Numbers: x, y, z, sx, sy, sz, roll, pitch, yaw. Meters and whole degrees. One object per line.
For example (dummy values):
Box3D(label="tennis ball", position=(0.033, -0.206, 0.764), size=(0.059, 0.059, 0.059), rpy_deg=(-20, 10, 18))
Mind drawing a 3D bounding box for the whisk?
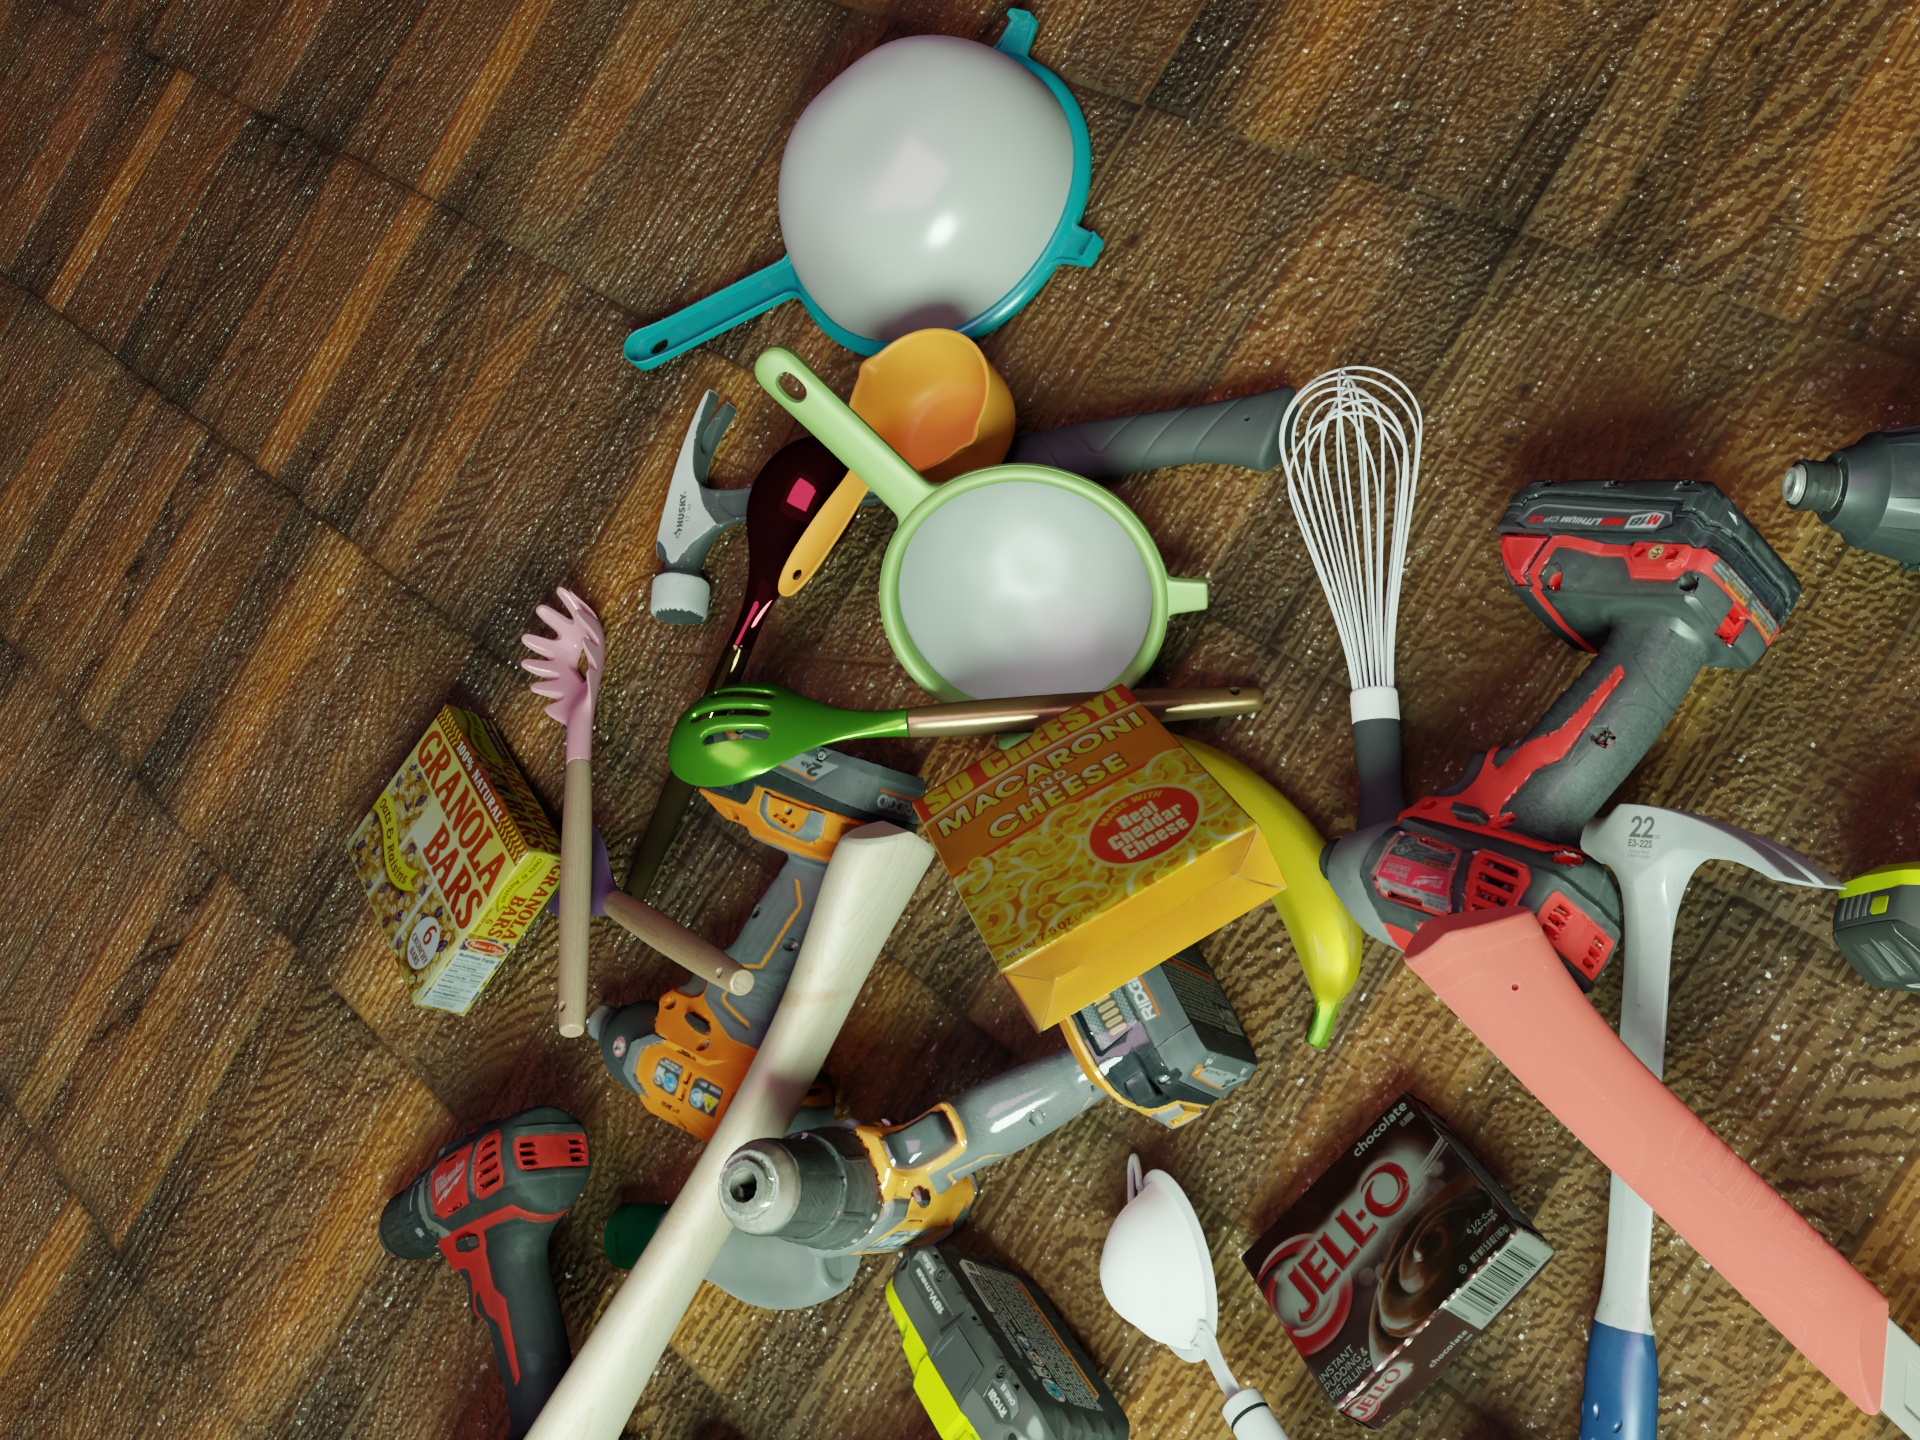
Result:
Box3D(label="whisk", position=(0.200, -0.038, 0.774), size=(0.070, 0.070, 0.285), rpy_deg=(-8, 78, 26))

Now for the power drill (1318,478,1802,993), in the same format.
Box3D(label="power drill", position=(0.246, 0.007, 0.683), size=(0.220, 0.078, 0.143), rpy_deg=(-58, 27, -9))

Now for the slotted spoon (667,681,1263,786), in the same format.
Box3D(label="slotted spoon", position=(-0.001, -0.003, 0.827), size=(0.314, 0.031, 0.070), rpy_deg=(-3, 48, 4))

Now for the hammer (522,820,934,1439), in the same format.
Box3D(label="hammer", position=(-0.117, 0.241, 0.792), size=(0.038, 0.146, 0.411), rpy_deg=(16, 74, 55))

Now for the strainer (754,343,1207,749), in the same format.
Box3D(label="strainer", position=(-0.002, -0.109, 0.836), size=(0.256, 0.069, 0.151), rpy_deg=(42, 117, -12))

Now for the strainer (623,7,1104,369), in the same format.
Box3D(label="strainer", position=(-0.090, -0.312, 0.983), size=(0.340, 0.095, 0.211), rpy_deg=(-21, 67, 20))

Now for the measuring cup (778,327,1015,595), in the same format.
Box3D(label="measuring cup", position=(-0.038, -0.134, 0.890), size=(0.095, 0.052, 0.173), rpy_deg=(39, 96, 32))

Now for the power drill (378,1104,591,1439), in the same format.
Box3D(label="power drill", position=(-0.266, 0.346, 0.893), size=(0.188, 0.080, 0.227), rpy_deg=(-33, 61, 37))

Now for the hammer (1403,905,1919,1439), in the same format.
Box3D(label="hammer", position=(0.296, 0.209, 0.575), size=(0.359, 0.036, 0.149), rpy_deg=(44, 95, 4))

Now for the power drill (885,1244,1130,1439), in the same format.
Box3D(label="power drill", position=(-0.043, 0.369, 0.764), size=(0.228, 0.080, 0.191), rpy_deg=(-53, 39, 6))

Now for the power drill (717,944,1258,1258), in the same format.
Box3D(label="power drill", position=(0.009, 0.180, 0.741), size=(0.226, 0.185, 0.084), rpy_deg=(-33, 63, 13))

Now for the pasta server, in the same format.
Box3D(label="pasta server", position=(-0.234, 0.045, 0.947), size=(0.060, 0.040, 0.317), rpy_deg=(-36, 43, 27))

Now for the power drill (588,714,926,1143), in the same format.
Box3D(label="power drill", position=(-0.122, 0.118, 0.889), size=(0.164, 0.084, 0.226), rpy_deg=(17, 88, 33))

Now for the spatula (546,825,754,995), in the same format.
Box3D(label="spatula", position=(-0.182, 0.104, 0.881), size=(0.316, 0.018, 0.060), rpy_deg=(13, 82, 59))

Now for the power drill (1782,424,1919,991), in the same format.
Box3D(label="power drill", position=(0.410, -0.007, 0.616), size=(0.171, 0.080, 0.223), rpy_deg=(5, 77, 5))

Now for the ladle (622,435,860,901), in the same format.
Box3D(label="ladle", position=(-0.141, -0.022, 0.942), size=(0.069, 0.031, 0.315), rpy_deg=(29, 101, 20))

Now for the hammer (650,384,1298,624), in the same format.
Box3D(label="hammer", position=(-0.006, -0.147, 0.928), size=(0.409, 0.036, 0.149), rpy_deg=(-4, 73, 27))

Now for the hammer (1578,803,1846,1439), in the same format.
Box3D(label="hammer", position=(0.272, 0.235, 0.641), size=(0.144, 0.035, 0.405), rpy_deg=(171, 107, -65))

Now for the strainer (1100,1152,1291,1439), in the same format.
Box3D(label="strainer", position=(0.117, 0.291, 0.686), size=(0.259, 0.050, 0.086), rpy_deg=(-127, 36, -47))
